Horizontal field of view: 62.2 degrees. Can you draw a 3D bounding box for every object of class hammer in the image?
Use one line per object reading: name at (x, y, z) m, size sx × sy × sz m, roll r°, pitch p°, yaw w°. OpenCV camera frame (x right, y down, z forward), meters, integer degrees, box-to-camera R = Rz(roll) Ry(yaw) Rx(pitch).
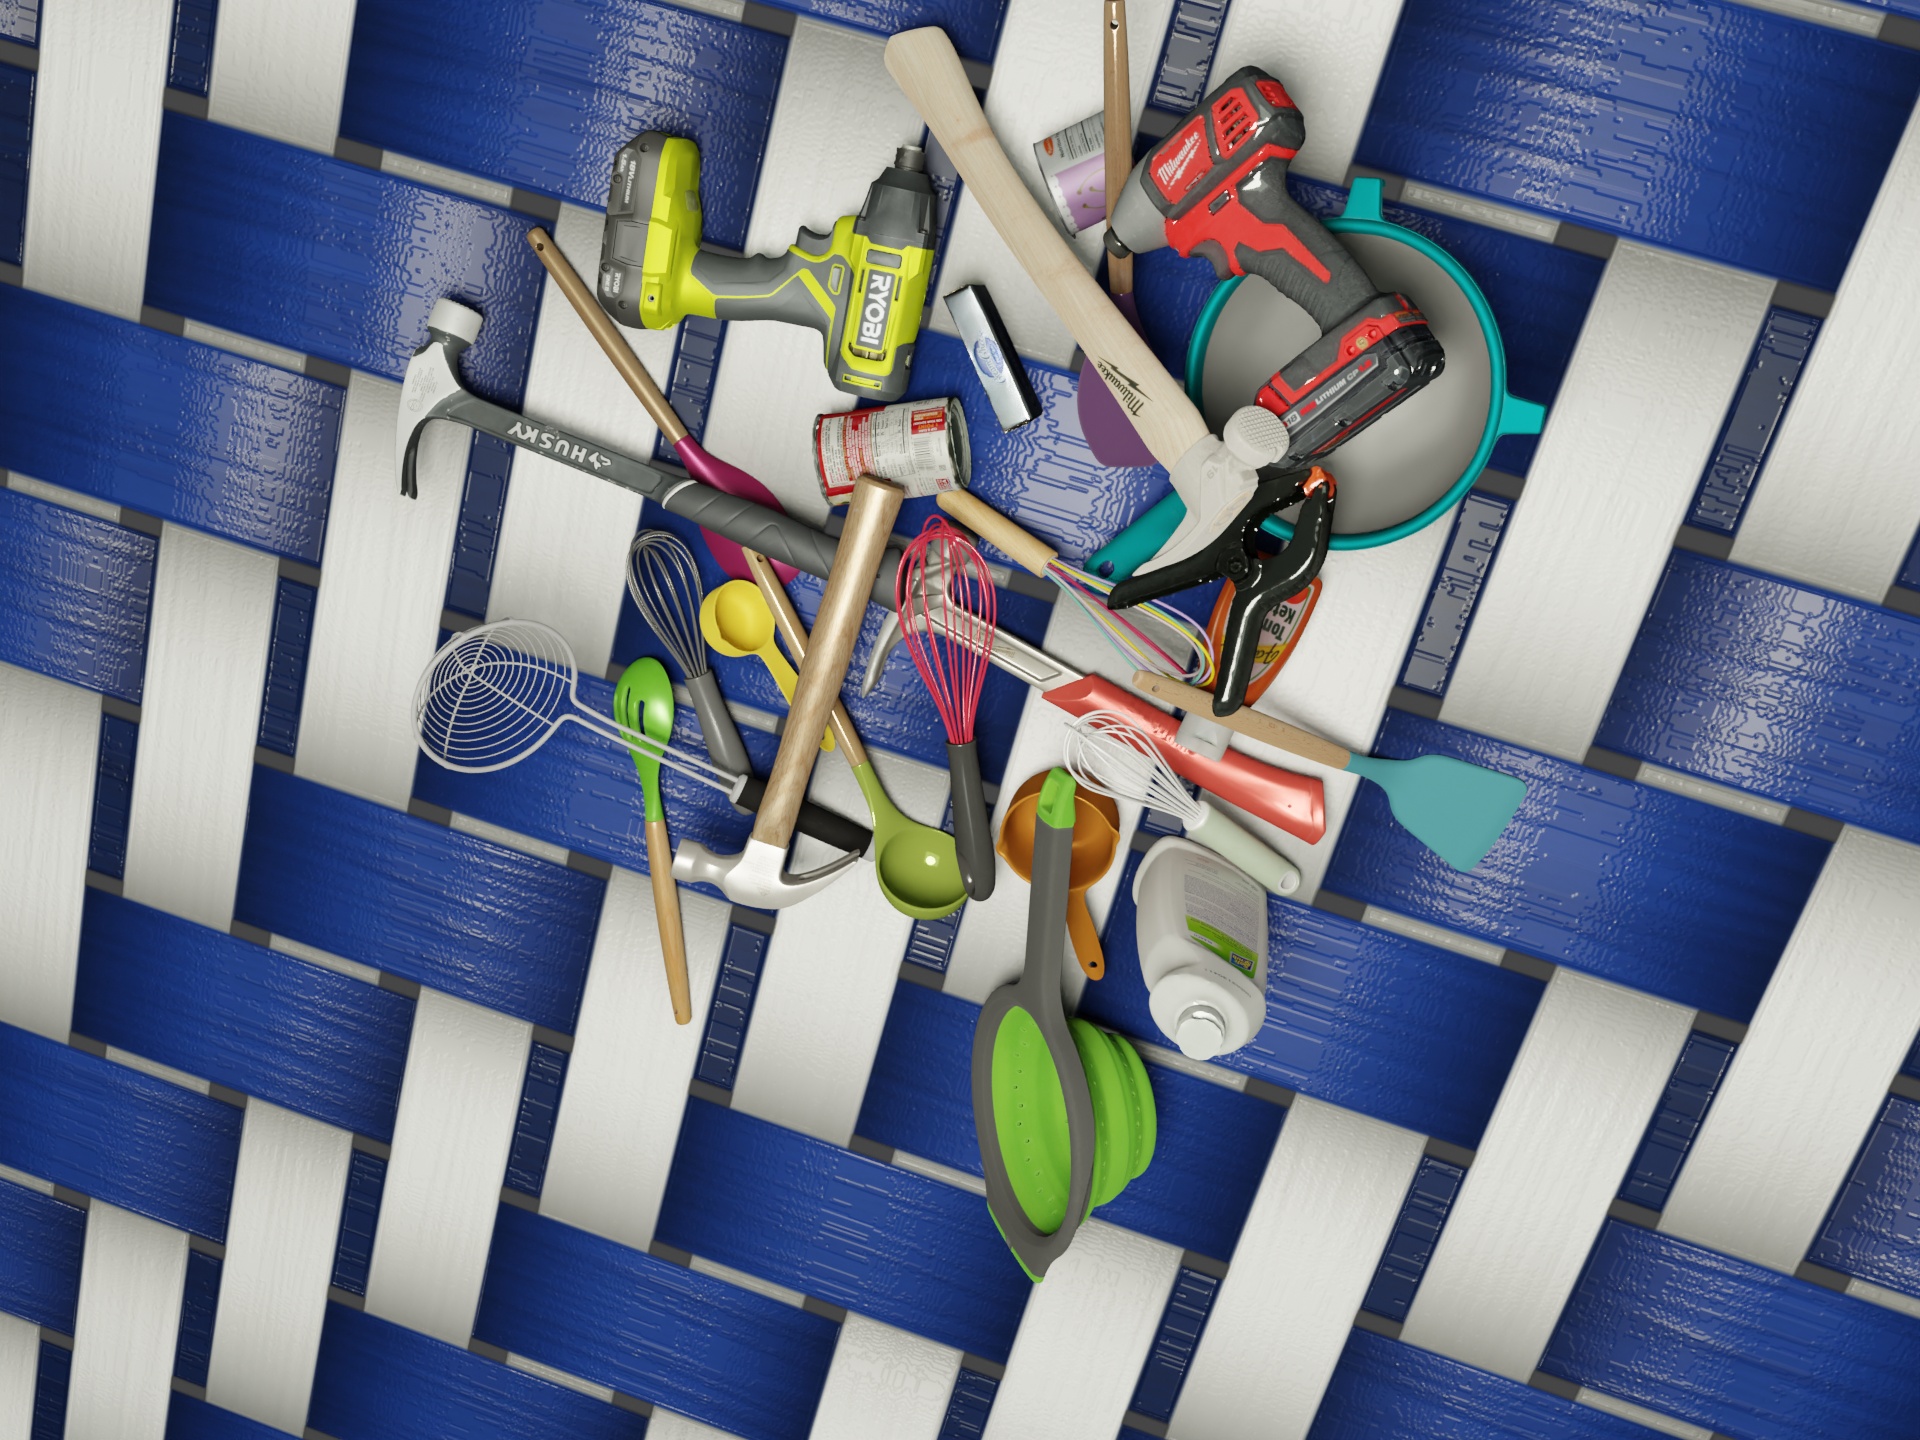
hammer at (-0.103, -0.015, 1.150) m, size 0.130 × 0.031 × 0.331 m, roll 18°, pitch 105°, yaw -5°
hammer at (-0.228, -0.169, 1.172) m, size 0.409 × 0.036 × 0.149 m, roll 23°, pitch 91°, yaw 4°
hammer at (0.107, 0.000, 1.184) m, size 0.359 × 0.037 × 0.149 m, roll 29°, pitch 108°, yaw 2°
hammer at (0.058, -0.289, 1.044) m, size 0.411 × 0.038 × 0.146 m, roll 59°, pitch 144°, yaw 16°

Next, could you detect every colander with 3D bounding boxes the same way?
colander at (0.092, 0.222, 1.190) m, size 0.094 × 0.205 × 0.397 m, roll -3°, pitch 110°, yaw -21°

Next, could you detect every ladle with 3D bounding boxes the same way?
ladle at (-0.082, 0.007, 1.207) m, size 0.062 × 0.078 × 0.320 m, roll -14°, pitch 104°, yaw 56°

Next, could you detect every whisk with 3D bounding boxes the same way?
whisk at (-0.202, -0.035, 1.232) m, size 0.055 × 0.055 × 0.239 m, roll -14°, pitch 107°, yaw 14°
whisk at (0.163, 0.064, 1.143) m, size 0.246 × 0.059 × 0.058 m, roll 35°, pitch 93°, yaw -29°
whisk at (0.079, -0.096, 1.137) m, size 0.245 × 0.047 × 0.051 m, roll 37°, pitch 87°, yaw 18°
whisk at (-0.002, -0.004, 1.155) m, size 0.073 × 0.073 × 0.295 m, roll -3°, pitch 108°, yaw 12°

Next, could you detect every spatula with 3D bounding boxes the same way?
spatula at (0.256, 0.024, 1.122) m, size 0.317 × 0.044 × 0.082 m, roll 20°, pitch 112°, yaw -24°
spatula at (0.104, -0.312, 1.061) m, size 0.060 × 0.018 × 0.315 m, roll 2°, pitch 126°, yaw 10°

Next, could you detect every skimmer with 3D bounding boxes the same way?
skimmer at (-0.222, 0.036, 1.184) m, size 0.363 × 0.090 × 0.127 m, roll 25°, pitch 103°, yaw -13°

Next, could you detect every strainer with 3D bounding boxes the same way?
strainer at (0.222, -0.193, 1.092) m, size 0.340 × 0.095 × 0.211 m, roll -37°, pitch 85°, yaw 37°

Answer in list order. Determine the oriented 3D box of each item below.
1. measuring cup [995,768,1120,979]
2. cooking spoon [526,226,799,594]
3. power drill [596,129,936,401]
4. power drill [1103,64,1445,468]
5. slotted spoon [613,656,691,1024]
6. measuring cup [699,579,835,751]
measuring cup at (0.088, 0.116, 1.215) m, size 0.095 × 0.052 × 0.173 m, roll -8°, pitch 117°, yaw 17°
cooking spoon at (-0.226, -0.232, 1.195) m, size 0.069 × 0.017 × 0.319 m, roll -33°, pitch 98°, yaw 17°
power drill at (-0.131, -0.334, 1.122) m, size 0.223 × 0.080 × 0.171 m, roll 13°, pitch 108°, yaw 3°
power drill at (0.186, -0.273, 0.986) m, size 0.143 × 0.078 × 0.220 m, roll -35°, pitch 83°, yaw 35°
slotted spoon at (-0.242, 0.104, 1.280) m, size 0.070 × 0.031 × 0.313 m, roll 11°, pitch 113°, yaw 41°
measuring cup at (-0.147, -0.037, 1.223) m, size 0.029 × 0.062 × 0.156 m, roll -11°, pitch 119°, yaw 44°
